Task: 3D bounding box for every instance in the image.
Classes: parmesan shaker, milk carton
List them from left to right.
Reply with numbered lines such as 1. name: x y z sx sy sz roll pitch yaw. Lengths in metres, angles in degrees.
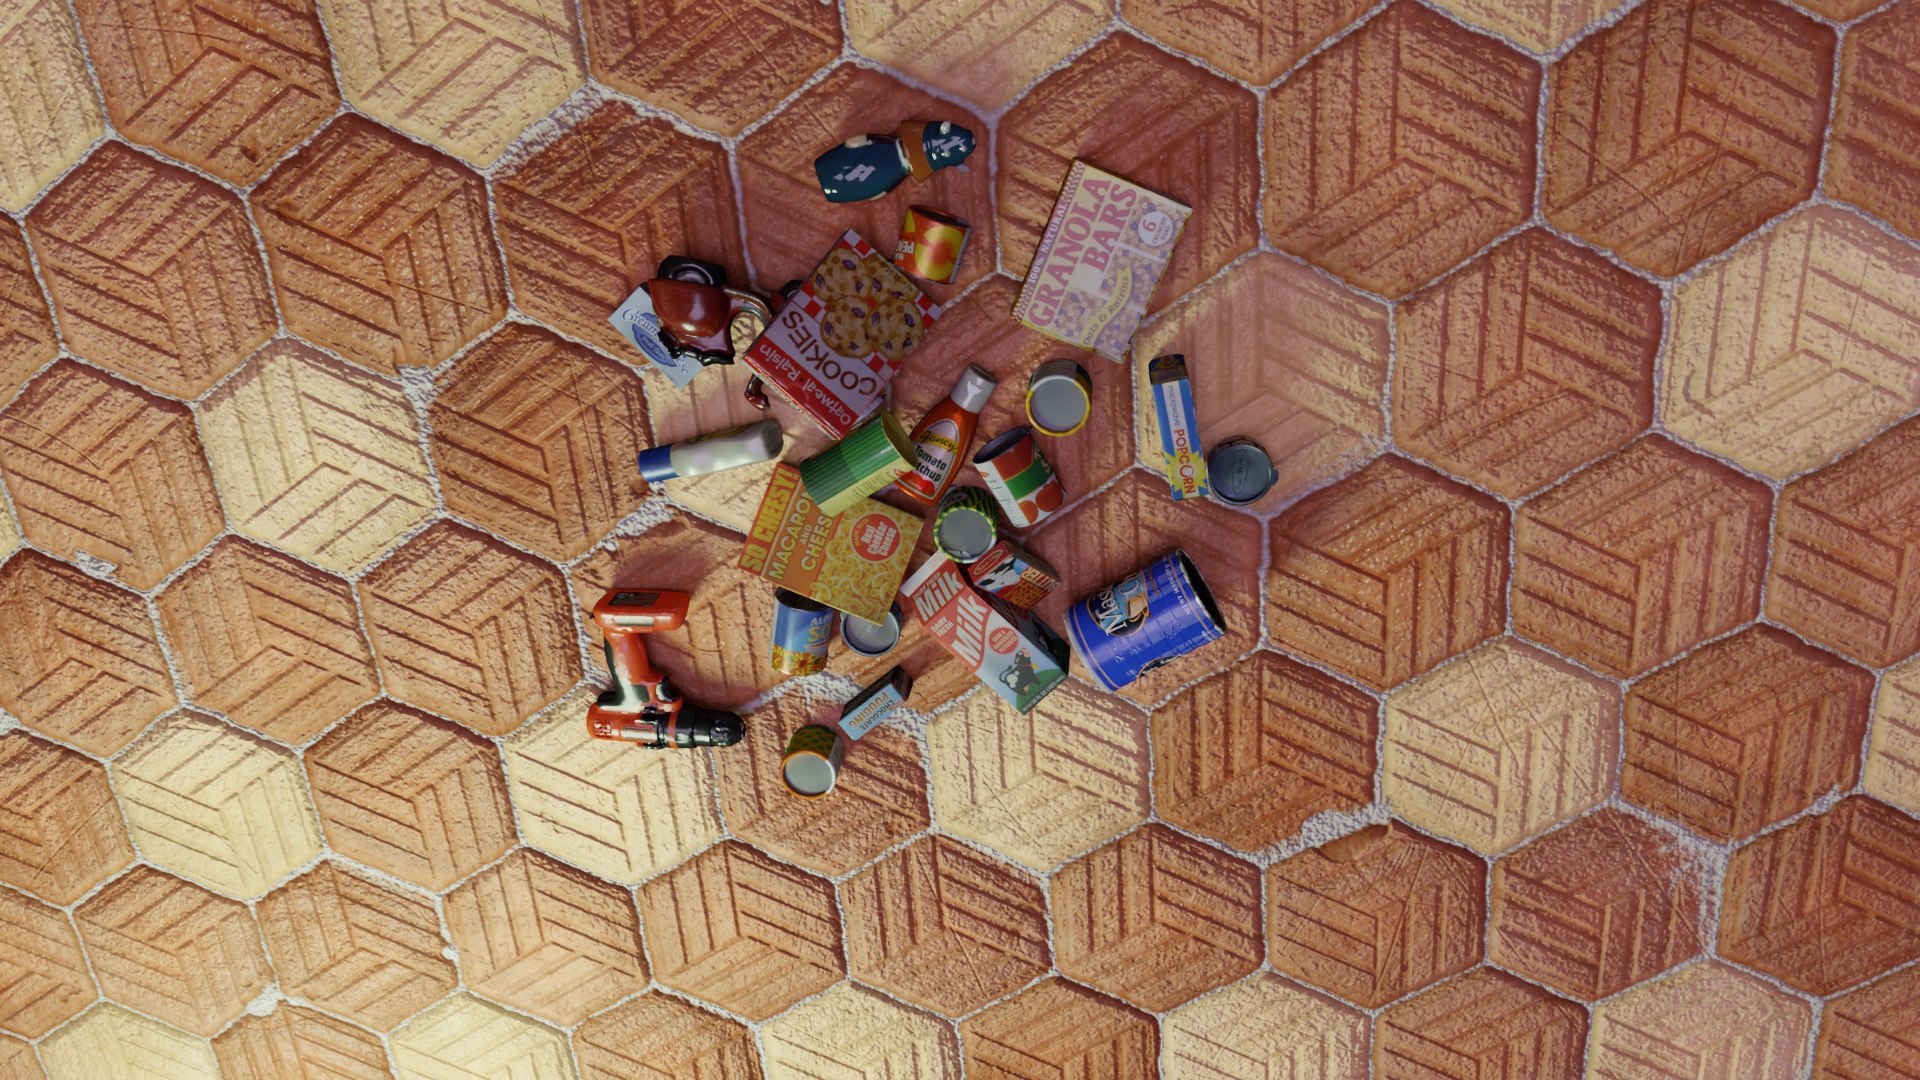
1. parmesan shaker: -0.104 -0.078 1.400 0.103 0.071 0.071 -30 107 14
2. milk carton: 0.026 0.091 1.492 0.190 0.074 0.072 41 110 -11

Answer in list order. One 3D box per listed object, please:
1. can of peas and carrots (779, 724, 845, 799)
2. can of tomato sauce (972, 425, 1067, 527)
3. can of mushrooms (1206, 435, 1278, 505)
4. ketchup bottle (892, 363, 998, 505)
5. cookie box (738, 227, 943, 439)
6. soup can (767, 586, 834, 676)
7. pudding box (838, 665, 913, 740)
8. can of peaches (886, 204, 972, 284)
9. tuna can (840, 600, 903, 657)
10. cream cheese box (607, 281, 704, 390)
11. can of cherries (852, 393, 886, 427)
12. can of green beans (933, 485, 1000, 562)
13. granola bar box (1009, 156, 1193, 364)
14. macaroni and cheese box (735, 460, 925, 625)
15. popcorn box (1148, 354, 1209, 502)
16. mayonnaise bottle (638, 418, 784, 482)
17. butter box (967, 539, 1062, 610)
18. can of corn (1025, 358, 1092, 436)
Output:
1. can of peas and carrots: -0.171 0.253 1.586 0.071 0.059 0.070 2 112 5
2. can of tomato sauce: 0.063 -0.066 1.429 0.071 0.071 0.083 -28 108 16
3. can of mushrooms: 0.288 -0.071 1.422 0.071 0.033 0.070 2 112 5
4. ketchup bottle: -0.014 -0.111 1.429 0.065 0.044 0.148 33 111 0
5. cookie box: -0.116 -0.200 1.356 0.123 0.040 0.168 40 77 -14
6. soup can: -0.171 0.098 1.517 0.071 0.071 0.083 10 114 1
7. pudding box: -0.095 0.182 1.554 0.083 0.050 0.030 -38 103 18
8. can of peaches: -0.030 -0.288 1.345 0.071 0.071 0.057 19 112 -3
9. tuna can: -0.099 0.090 1.526 0.071 0.033 0.070 2 112 5
10. cream cheese box: -0.306 -0.210 1.427 0.053 0.024 0.103 -41 103 18
11. can of cherries: -0.119 -0.149 1.414 0.071 0.072 0.058 -32 105 17
12. can of green beans: 0.007 -0.017 1.458 0.071 0.058 0.071 2 112 5
13. granola bar box: 0.135 -0.272 1.351 0.124 0.039 0.164 21 113 -4
14. macaroni and cheese box: -0.137 0.002 1.472 0.166 0.040 0.123 22 94 -3
15. popcorn box: 0.217 -0.113 1.383 0.038 0.085 0.126 -11 111 9
16. mayonnaise bottle: -0.263 -0.092 1.452 0.148 0.065 0.041 -11 108 14
17. butter box: 0.058 0.038 1.463 0.053 0.024 0.103 -39 143 18
18. can of corn: 0.100 -0.141 1.397 0.071 0.058 0.071 2 113 5
